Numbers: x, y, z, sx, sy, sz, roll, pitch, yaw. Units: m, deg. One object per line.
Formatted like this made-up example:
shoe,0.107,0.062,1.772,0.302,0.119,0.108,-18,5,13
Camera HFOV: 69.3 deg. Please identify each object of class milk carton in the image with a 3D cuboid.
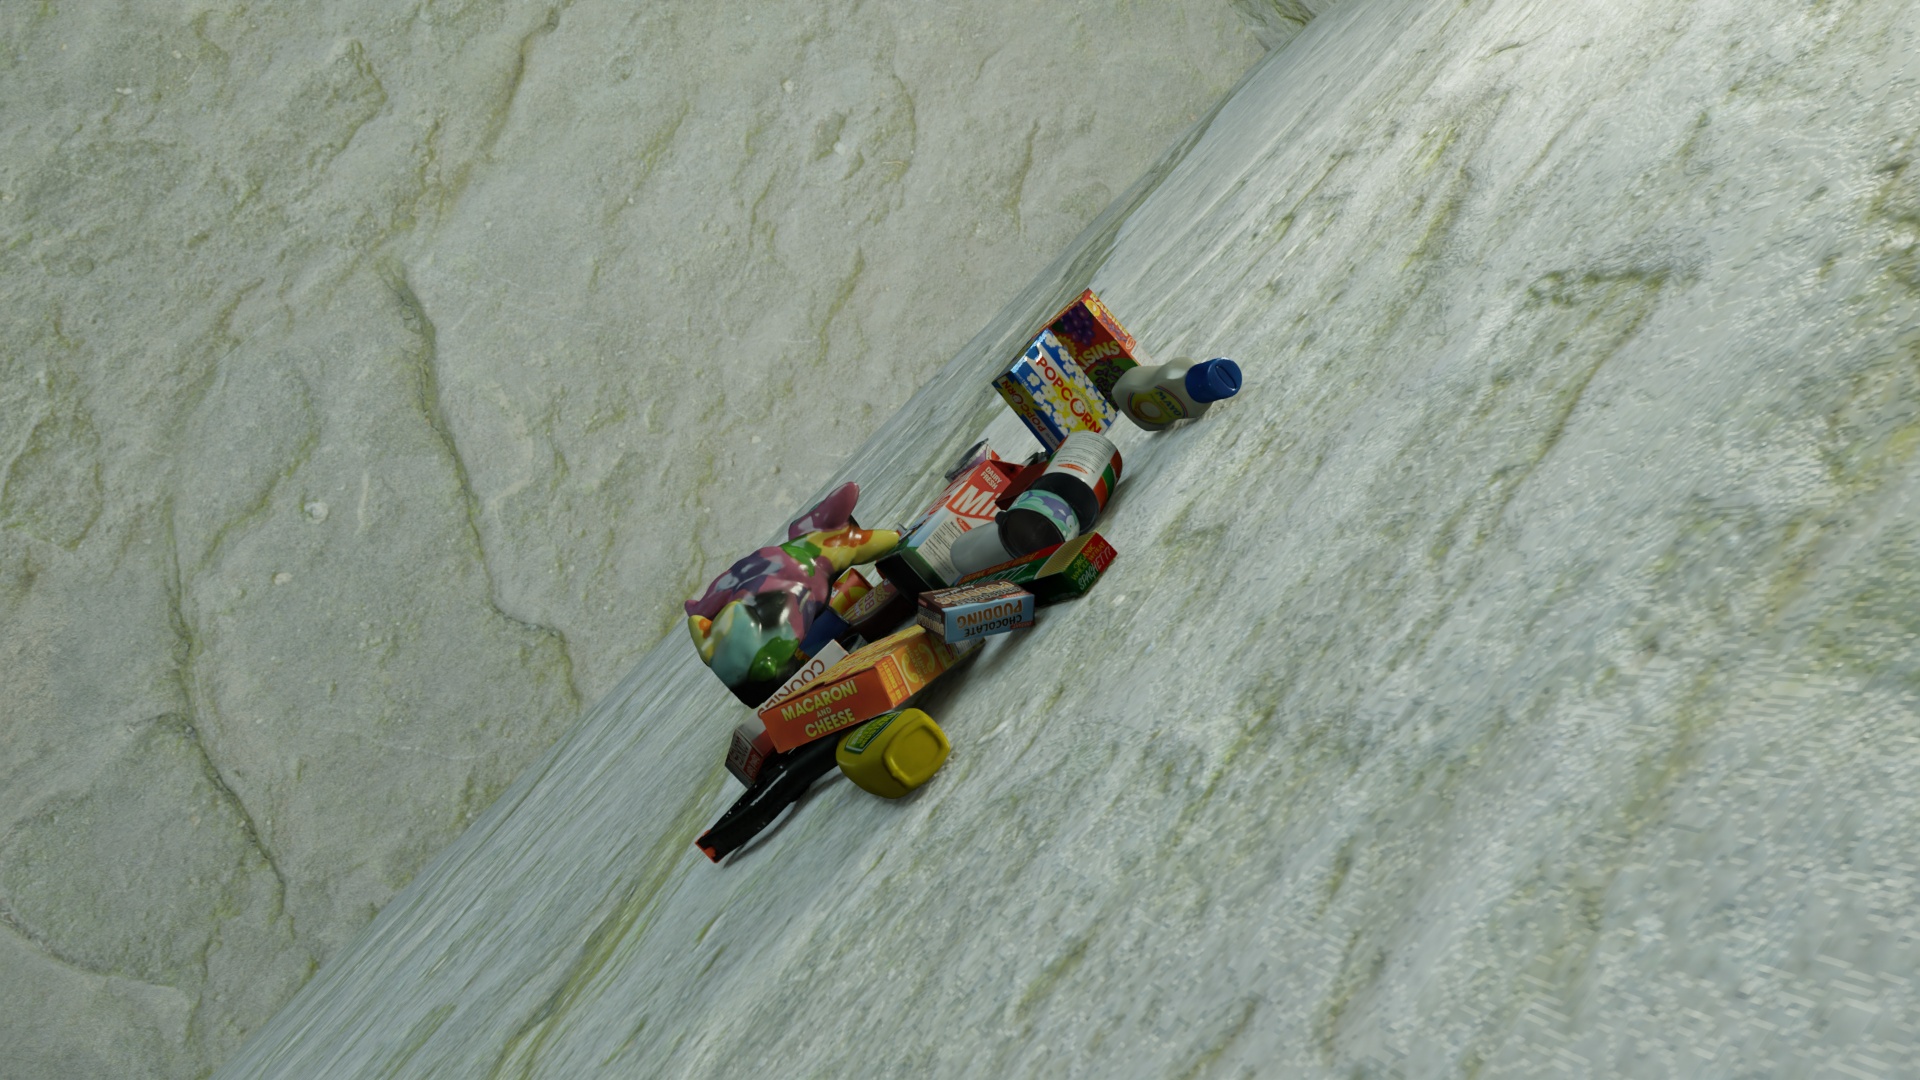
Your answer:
milk carton,0.005,-0.018,1.462,0.191,0.073,0.072,-48,11,-25

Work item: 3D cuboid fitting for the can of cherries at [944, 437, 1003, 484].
can of cherries,0.026,-0.079,1.669,0.071,0.058,0.071,-41,10,9

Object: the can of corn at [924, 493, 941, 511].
can of corn,0.000,-0.026,1.555,0.071,0.058,0.071,-41,11,10

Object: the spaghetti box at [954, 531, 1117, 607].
spaghetti box,0.049,0.039,1.201,0.050,0.028,0.249,-47,12,-25

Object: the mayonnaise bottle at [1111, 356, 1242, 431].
mayonnaise bottle,0.199,-0.137,1.265,0.041,0.064,0.148,-50,16,-18

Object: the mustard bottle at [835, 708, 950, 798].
mustard bottle,-0.063,0.163,1.064,0.065,0.049,0.160,-42,10,-24

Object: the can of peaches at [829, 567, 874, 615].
can of peaches,-0.125,0.071,1.591,0.058,0.071,0.071,-42,10,1

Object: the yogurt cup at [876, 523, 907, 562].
yogurt cup,-0.058,0.024,1.558,0.054,0.072,0.072,-51,10,1

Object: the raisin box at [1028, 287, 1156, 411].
raisin box,0.148,-0.204,1.536,0.085,0.123,0.040,-36,13,35

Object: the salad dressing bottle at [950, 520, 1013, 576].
salad dressing bottle,0.041,0.003,1.333,0.064,0.044,0.147,-46,12,-26

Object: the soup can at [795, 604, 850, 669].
soup can,-0.166,0.101,1.471,0.084,0.071,0.071,-49,11,-3

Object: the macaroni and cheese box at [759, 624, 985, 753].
macaroni and cheese box,-0.070,0.111,1.147,0.123,0.040,0.167,-25,2,30

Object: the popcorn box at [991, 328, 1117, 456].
popcorn box,0.102,-0.150,1.485,0.038,0.126,0.085,-23,22,51

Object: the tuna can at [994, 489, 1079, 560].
tuna can,0.067,-0.011,1.217,0.071,0.071,0.033,-32,13,45

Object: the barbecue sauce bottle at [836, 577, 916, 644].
barbecue sauce bottle,-0.099,0.085,1.516,0.148,0.043,0.065,-39,21,23

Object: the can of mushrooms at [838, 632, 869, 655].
can of mushrooms,-0.121,0.131,1.442,0.071,0.033,0.071,-41,11,10

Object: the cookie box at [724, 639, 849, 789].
cookie box,-0.160,0.167,1.308,0.123,0.040,0.166,-44,-5,-23

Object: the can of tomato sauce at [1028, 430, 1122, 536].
can of tomato sauce,0.104,-0.050,1.254,0.071,0.071,0.083,-35,12,36

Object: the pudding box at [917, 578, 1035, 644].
pudding box,0.013,0.057,1.120,0.084,0.030,0.050,-8,19,-26

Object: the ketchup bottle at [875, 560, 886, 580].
ketchup bottle,-0.032,-0.006,1.632,0.148,0.043,0.065,-38,11,22
